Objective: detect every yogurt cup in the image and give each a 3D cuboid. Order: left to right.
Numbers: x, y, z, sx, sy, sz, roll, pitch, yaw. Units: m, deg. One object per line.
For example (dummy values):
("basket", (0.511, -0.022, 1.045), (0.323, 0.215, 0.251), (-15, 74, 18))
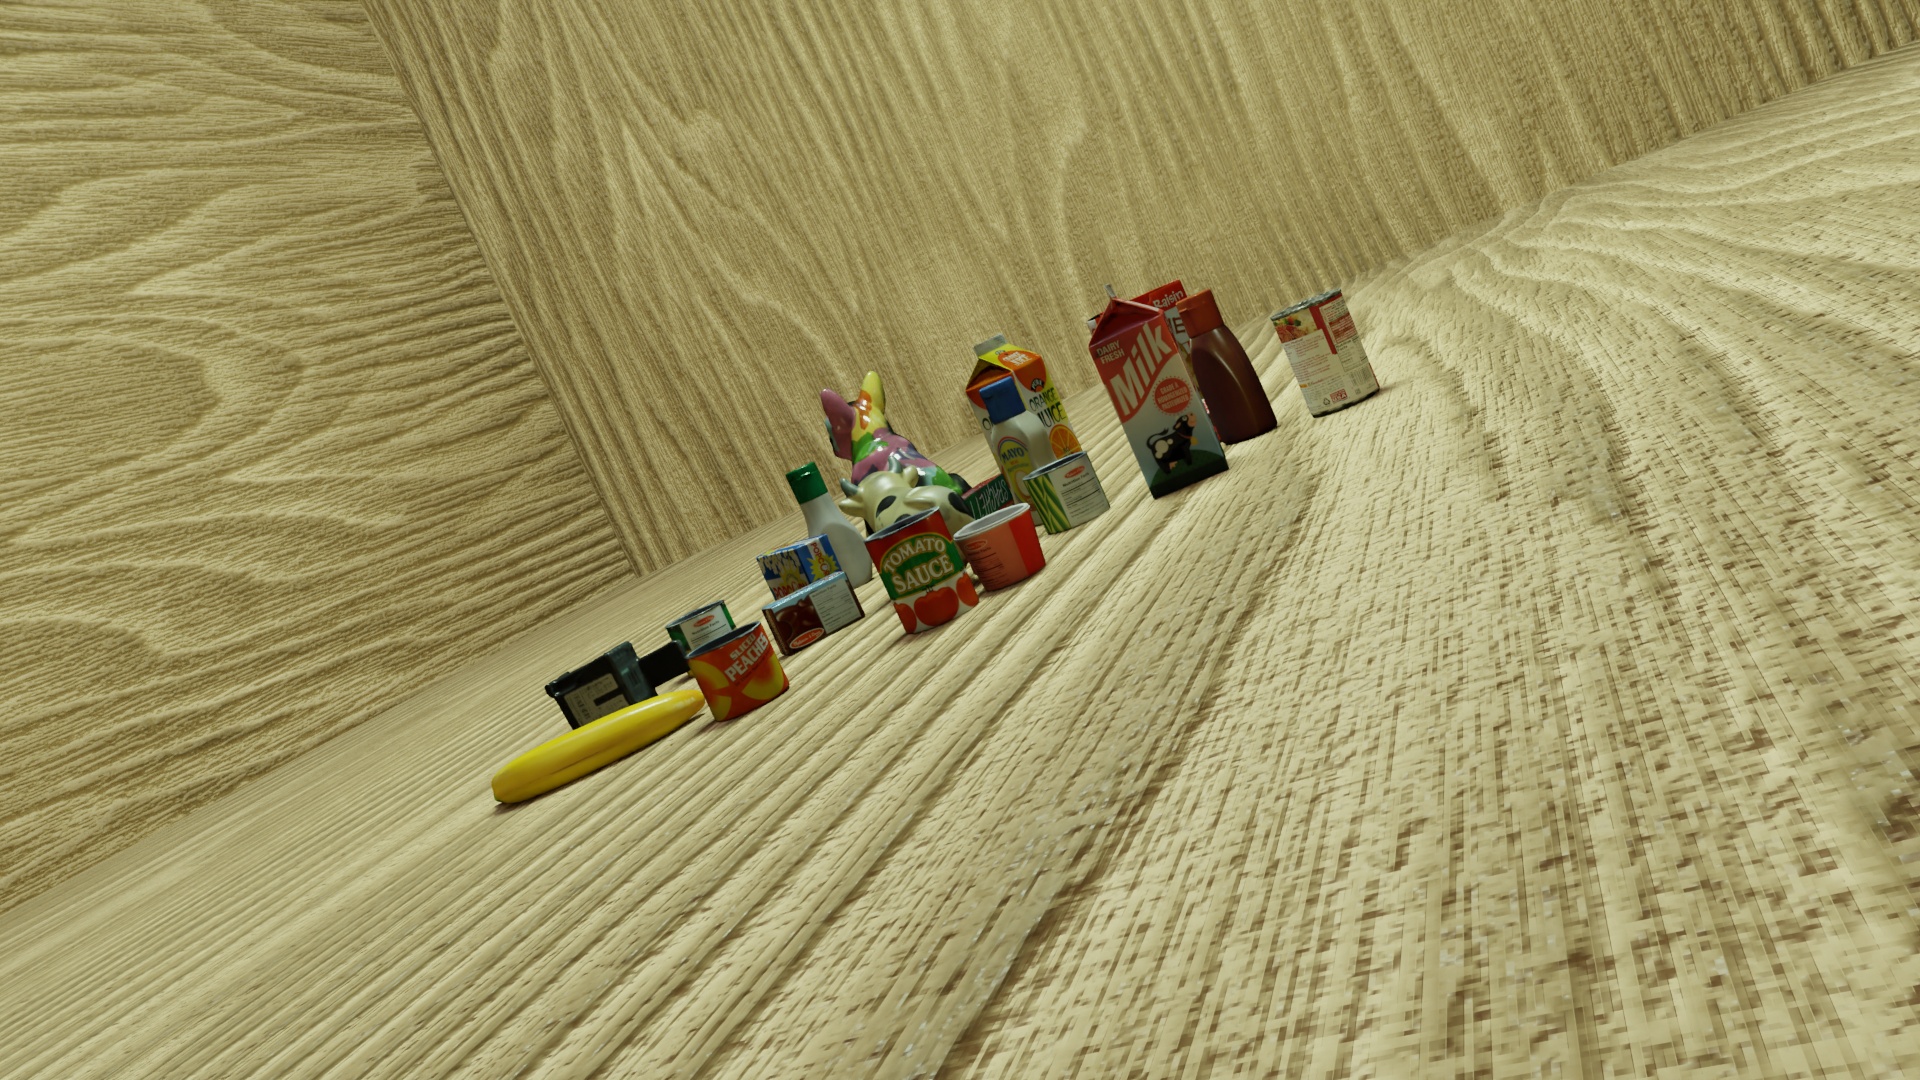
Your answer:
("yogurt cup", (0.035, 0.007, 1.140), (0.072, 0.054, 0.072), (-24, 6, 3))

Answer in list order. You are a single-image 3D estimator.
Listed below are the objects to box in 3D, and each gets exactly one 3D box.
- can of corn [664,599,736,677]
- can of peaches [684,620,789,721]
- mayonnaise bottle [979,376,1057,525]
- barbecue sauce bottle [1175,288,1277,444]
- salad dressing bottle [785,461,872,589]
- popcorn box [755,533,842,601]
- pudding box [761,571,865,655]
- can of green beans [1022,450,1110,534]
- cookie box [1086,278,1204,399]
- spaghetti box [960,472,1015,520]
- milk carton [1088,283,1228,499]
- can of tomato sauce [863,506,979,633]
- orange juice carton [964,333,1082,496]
("can of corn", (-0.262, 0.101, 1.429), (0.071, 0.058, 0.071), (-24, 6, 3))
("can of peaches", (-0.175, 0.103, 1.101), (0.071, 0.058, 0.071), (-24, 6, 3))
("mayonnaise bottle", (0.064, -0.089, 1.389), (0.064, 0.148, 0.041), (-18, 9, 47))
("barbecue sauce bottle", (0.254, -0.169, 1.349), (0.044, 0.148, 0.064), (-27, 7, -28))
("salad dressing bottle", (-0.148, -0.015, 1.551), (0.064, 0.147, 0.044), (-26, 6, -13))
("popcorn box", (-0.152, 0.043, 1.379), (0.038, 0.085, 0.126), (-27, 7, -25))
("pudding box", (-0.137, 0.067, 1.291), (0.084, 0.049, 0.030), (-27, 7, -26))
("can of green beans", (0.100, -0.045, 1.303), (0.071, 0.057, 0.071), (-24, 6, 3))
("cookie box", (0.237, -0.209, 1.639), (0.123, 0.167, 0.040), (-27, 7, -24))
("spaghetti box", (0.005, -0.018, 1.461), (0.028, 0.050, 0.251), (-21, 7, 24))
("milk carton", (0.169, -0.141, 1.241), (0.073, 0.190, 0.072), (-23, 6, 13))
("can of tomato sauce", (-0.031, 0.024, 1.106), (0.071, 0.083, 0.071), (-24, 6, 3))
("orange juice carton", (0.070, -0.140, 1.579), (0.073, 0.192, 0.072), (-20, 8, 37))
